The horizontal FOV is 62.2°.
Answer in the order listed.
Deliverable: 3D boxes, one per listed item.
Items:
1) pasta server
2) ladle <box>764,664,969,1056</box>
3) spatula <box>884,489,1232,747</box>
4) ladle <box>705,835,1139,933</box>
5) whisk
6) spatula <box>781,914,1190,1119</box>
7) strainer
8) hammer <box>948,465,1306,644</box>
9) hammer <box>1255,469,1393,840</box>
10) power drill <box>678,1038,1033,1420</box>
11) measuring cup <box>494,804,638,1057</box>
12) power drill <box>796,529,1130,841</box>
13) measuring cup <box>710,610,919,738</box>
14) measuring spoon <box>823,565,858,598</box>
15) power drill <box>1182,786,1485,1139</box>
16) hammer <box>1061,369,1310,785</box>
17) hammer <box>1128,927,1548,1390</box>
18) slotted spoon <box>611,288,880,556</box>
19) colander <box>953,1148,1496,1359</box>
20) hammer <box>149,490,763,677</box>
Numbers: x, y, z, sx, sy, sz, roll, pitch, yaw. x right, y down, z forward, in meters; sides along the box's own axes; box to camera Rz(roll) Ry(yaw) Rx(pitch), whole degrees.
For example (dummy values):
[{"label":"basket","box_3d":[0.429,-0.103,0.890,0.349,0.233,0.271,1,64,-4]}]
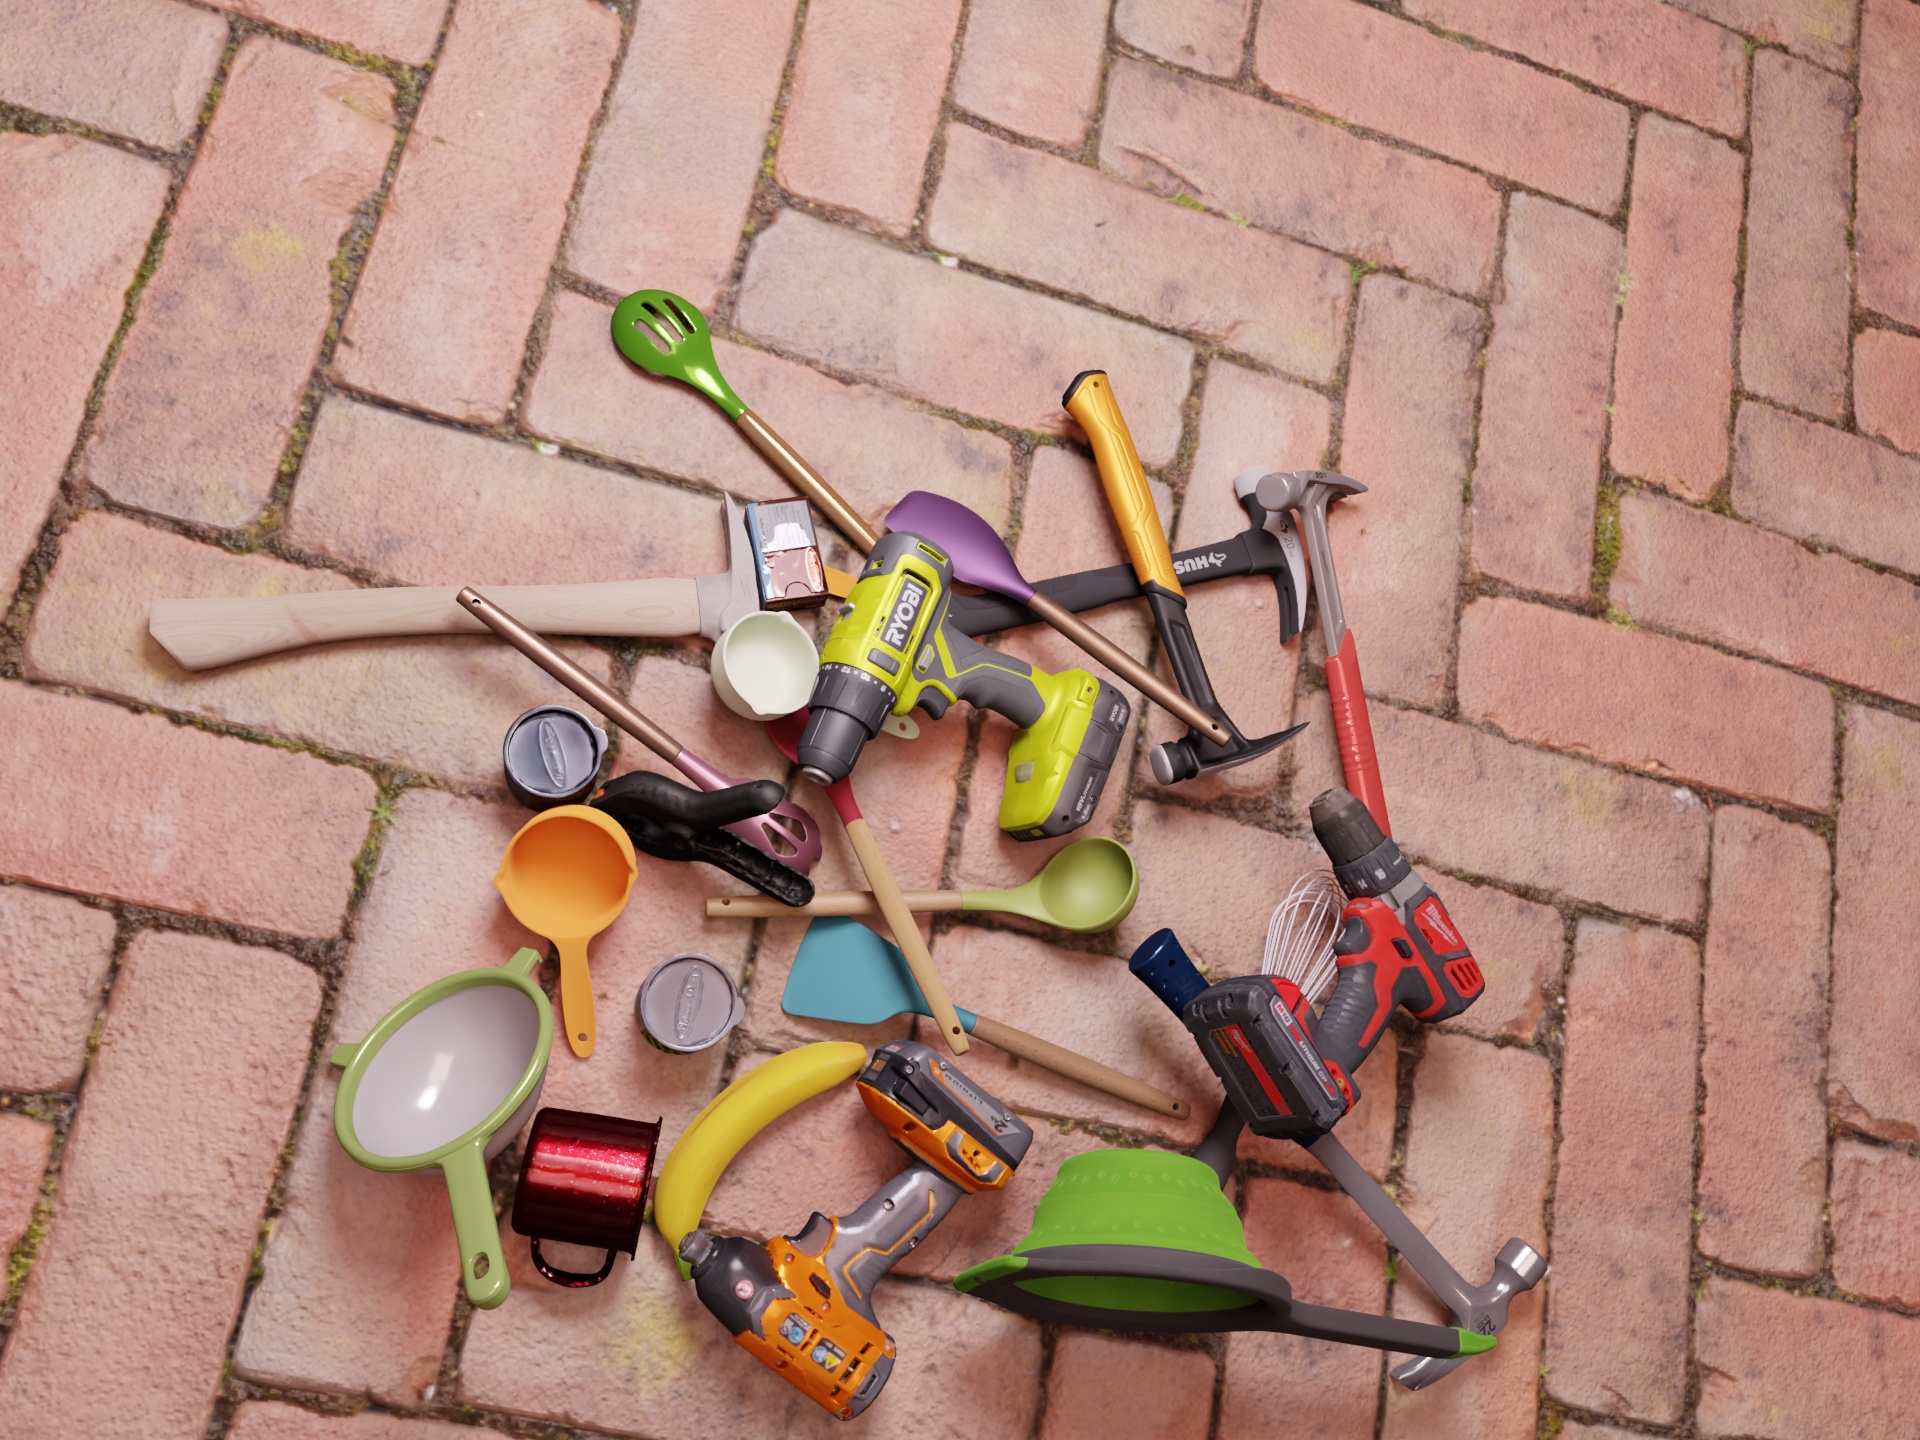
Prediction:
[{"label":"pasta server","box_3d":[-0.224,0.010,1.126,0.316,0.040,0.060,38,69,-10]},{"label":"ladle","box_3d":[-0.064,0.095,1.136,0.069,0.031,0.316,-17,66,-23]},{"label":"spatula","box_3d":[0.076,-0.079,1.212,0.316,0.018,0.060,38,64,12]},{"label":"ladle","box_3d":[-0.024,0.124,1.157,0.320,0.062,0.078,0,47,-15]},{"label":"whisk","box_3d":[0.231,0.242,1.206,0.070,0.070,0.285,30,75,-7]},{"label":"spatula","box_3d":[0.028,0.231,1.168,0.317,0.044,0.082,25,69,-13]},{"label":"strainer","box_3d":[-0.299,0.267,0.987,0.151,0.069,0.257,-28,41,-6]},{"label":"hammer","box_3d":[0.126,-0.104,1.273,0.334,0.035,0.146,-14,80,-18]},{"label":"hammer","box_3d":[0.317,-0.025,1.289,0.149,0.037,0.359,-5,83,-51]},{"label":"power drill","box_3d":[-0.073,0.330,1.077,0.164,0.084,0.226,40,73,-10]},{"label":"measuring cup","box_3d":[-0.265,0.143,1.099,0.095,0.052,0.173,-4,101,-5]},{"label":"power drill","box_3d":[-0.002,-0.004,1.157,0.228,0.080,0.191,31,67,-22]},{"label":"measuring cup","box_3d":[-0.106,-0.019,1.158,0.167,0.038,0.083,26,62,-27]},{"label":"measuring spoon","box_3d":[-0.085,-0.101,1.228,0.117,0.011,0.021,18,68,-7]},{"label":"power drill","box_3d":[0.263,0.169,1.137,0.227,0.080,0.188,-32,90,-34]},{"label":"hammer","box_3d":[0.160,-0.122,1.250,0.127,0.034,0.337,-15,79,-17]},{"label":"hammer","box_3d":[0.263,0.316,1.166,0.144,0.035,0.405,-44,99,-14]},{"label":"slotted spoon","box_3d":[-0.149,-0.219,1.231,0.314,0.031,0.070,45,69,-2]},{"label":"colander","box_3d":[0.195,0.369,1.100,0.397,0.204,0.095,15,58,-16]},{"label":"hammer","box_3d":[-0.351,-0.087,1.136,0.410,0.038,0.146,-3,76,-16]}]
